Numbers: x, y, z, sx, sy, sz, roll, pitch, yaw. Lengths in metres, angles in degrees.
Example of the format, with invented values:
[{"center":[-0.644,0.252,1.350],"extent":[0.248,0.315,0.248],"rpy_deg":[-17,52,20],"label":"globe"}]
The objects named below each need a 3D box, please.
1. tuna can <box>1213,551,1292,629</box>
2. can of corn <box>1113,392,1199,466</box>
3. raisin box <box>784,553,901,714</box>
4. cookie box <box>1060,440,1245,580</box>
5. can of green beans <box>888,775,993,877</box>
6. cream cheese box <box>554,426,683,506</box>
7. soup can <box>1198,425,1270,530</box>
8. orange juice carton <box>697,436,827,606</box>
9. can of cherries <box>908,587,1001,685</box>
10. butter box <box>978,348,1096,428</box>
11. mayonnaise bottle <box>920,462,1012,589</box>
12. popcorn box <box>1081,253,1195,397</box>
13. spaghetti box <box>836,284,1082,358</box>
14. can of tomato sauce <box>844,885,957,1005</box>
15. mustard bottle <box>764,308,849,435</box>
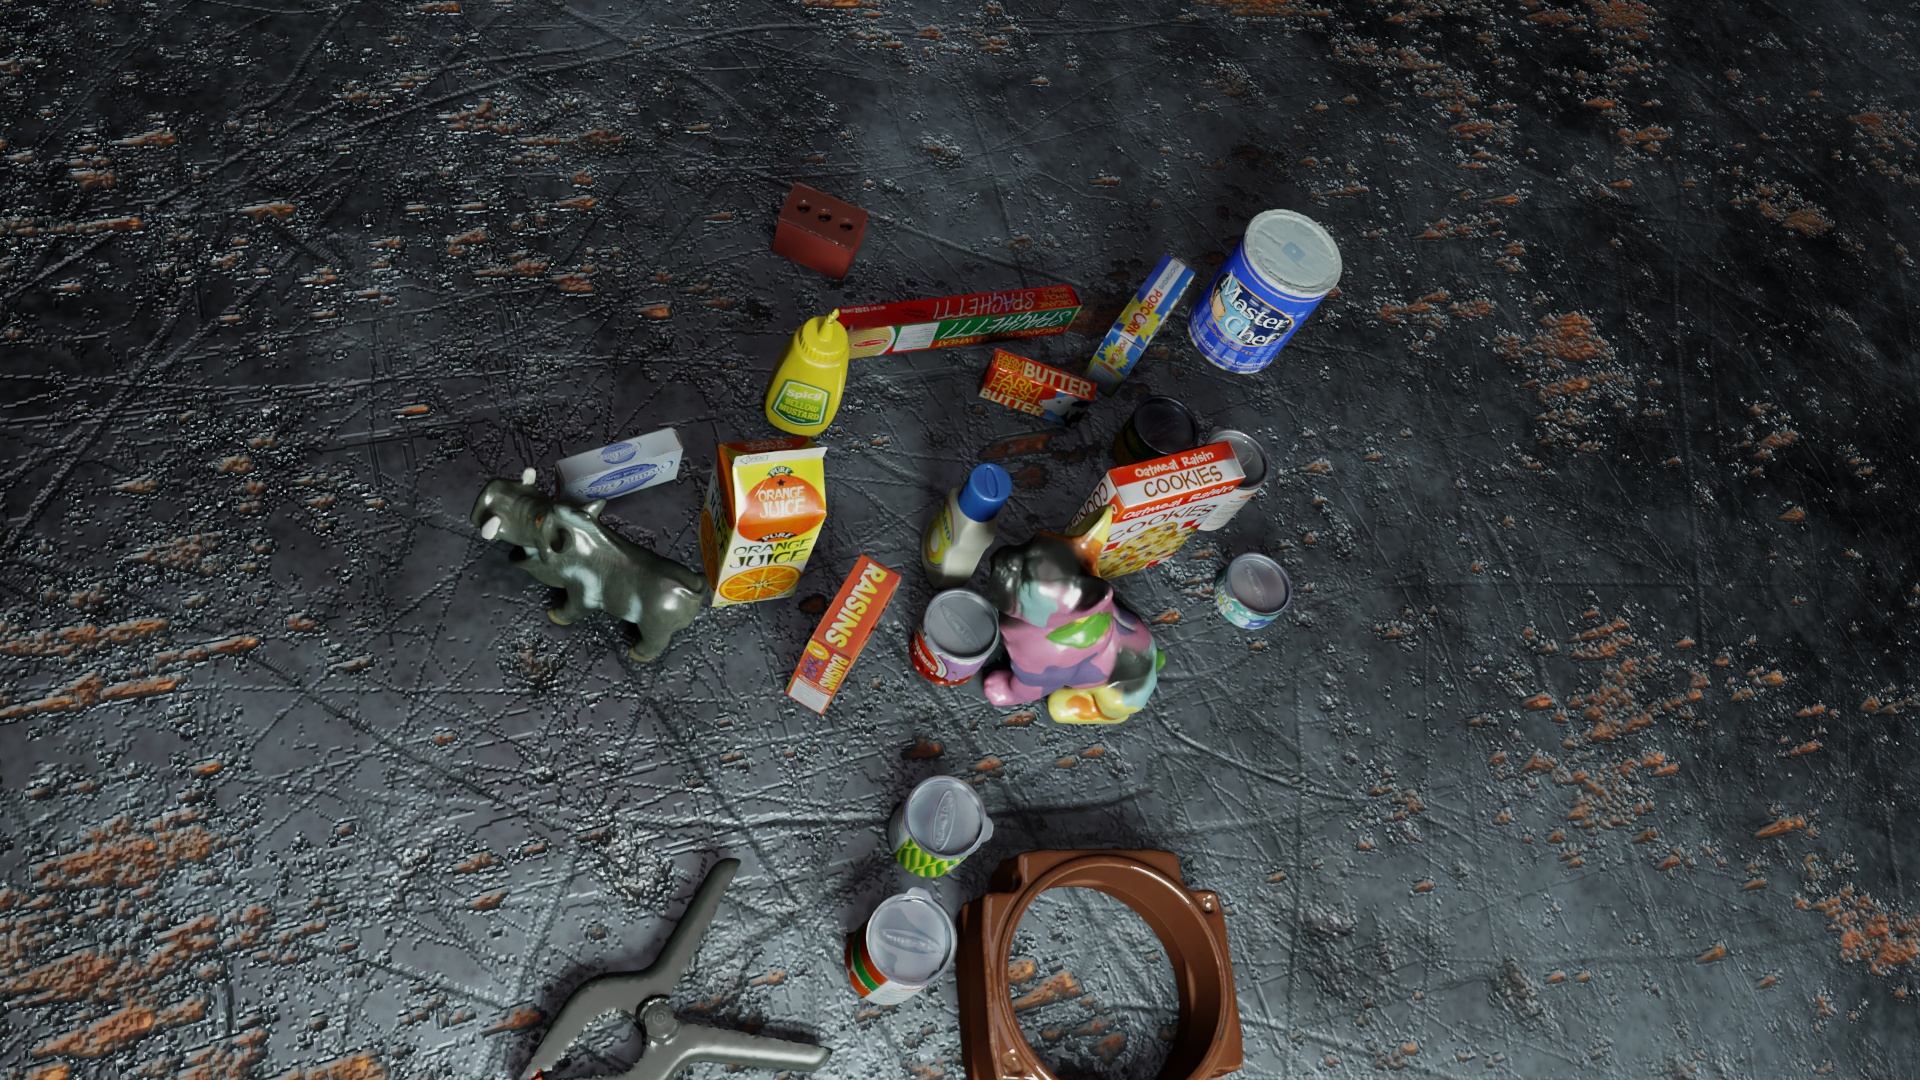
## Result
[{"center":[0.269,0.047,1.289],"extent":[0.071,0.032,0.071],"rpy_deg":[8,61,-14],"label":"tuna can"},{"center":[0.184,-0.098,1.325],"extent":[0.071,0.058,0.071],"rpy_deg":[8,61,-14],"label":"can of corn"},{"center":[-0.094,0.076,1.103],"extent":[0.040,0.122,0.086],"rpy_deg":[30,58,-1],"label":"raisin box"},{"center":[0.156,-0.020,1.210],"extent":[0.123,0.166,0.040],"rpy_deg":[-15,69,-24],"label":"cookie box"},{"center":[-0.019,0.224,1.086],"extent":[0.071,0.057,0.071],"rpy_deg":[8,61,-14],"label":"can of green beans"},{"center":[-0.285,-0.059,1.155],"extent":[0.104,0.053,0.024],"rpy_deg":[-20,71,-26],"label":"cream cheese box"},{"center":[0.242,-0.059,1.308],"extent":[0.071,0.083,0.071],"rpy_deg":[8,61,-14],"label":"soup can"},{"center":[-0.156,-0.022,1.095],"extent":[0.072,0.191,0.073],"rpy_deg":[-7,65,-21],"label":"orange juice carton"},{"center":[-0.008,0.083,1.166],"extent":[0.071,0.058,0.072],"rpy_deg":[8,61,-14],"label":"can of cherries"},{"center":[0.072,-0.143,1.316],"extent":[0.103,0.053,0.024],"rpy_deg":[19,59,-8],"label":"butter box"},{"center":[0.004,-0.015,1.169],"extent":[0.041,0.147,0.065],"rpy_deg":[-2,64,-19],"label":"mayonnaise bottle"},{"center":[0.176,-0.212,1.368],"extent":[0.038,0.084,0.127],"rpy_deg":[34,58,2],"label":"popcorn box"},{"center":[-0.004,-0.209,1.329],"extent":[0.251,0.050,0.029],"rpy_deg":[-10,67,-22],"label":"spaghetti box"},{"center":[-0.046,0.299,1.022],"extent":[0.071,0.082,0.071],"rpy_deg":[8,61,-14],"label":"can of tomato sauce"},{"center":[-0.127,-0.149,1.192],"extent":[0.065,0.159,0.049],"rpy_deg":[15,60,-10],"label":"mustard bottle"}]
